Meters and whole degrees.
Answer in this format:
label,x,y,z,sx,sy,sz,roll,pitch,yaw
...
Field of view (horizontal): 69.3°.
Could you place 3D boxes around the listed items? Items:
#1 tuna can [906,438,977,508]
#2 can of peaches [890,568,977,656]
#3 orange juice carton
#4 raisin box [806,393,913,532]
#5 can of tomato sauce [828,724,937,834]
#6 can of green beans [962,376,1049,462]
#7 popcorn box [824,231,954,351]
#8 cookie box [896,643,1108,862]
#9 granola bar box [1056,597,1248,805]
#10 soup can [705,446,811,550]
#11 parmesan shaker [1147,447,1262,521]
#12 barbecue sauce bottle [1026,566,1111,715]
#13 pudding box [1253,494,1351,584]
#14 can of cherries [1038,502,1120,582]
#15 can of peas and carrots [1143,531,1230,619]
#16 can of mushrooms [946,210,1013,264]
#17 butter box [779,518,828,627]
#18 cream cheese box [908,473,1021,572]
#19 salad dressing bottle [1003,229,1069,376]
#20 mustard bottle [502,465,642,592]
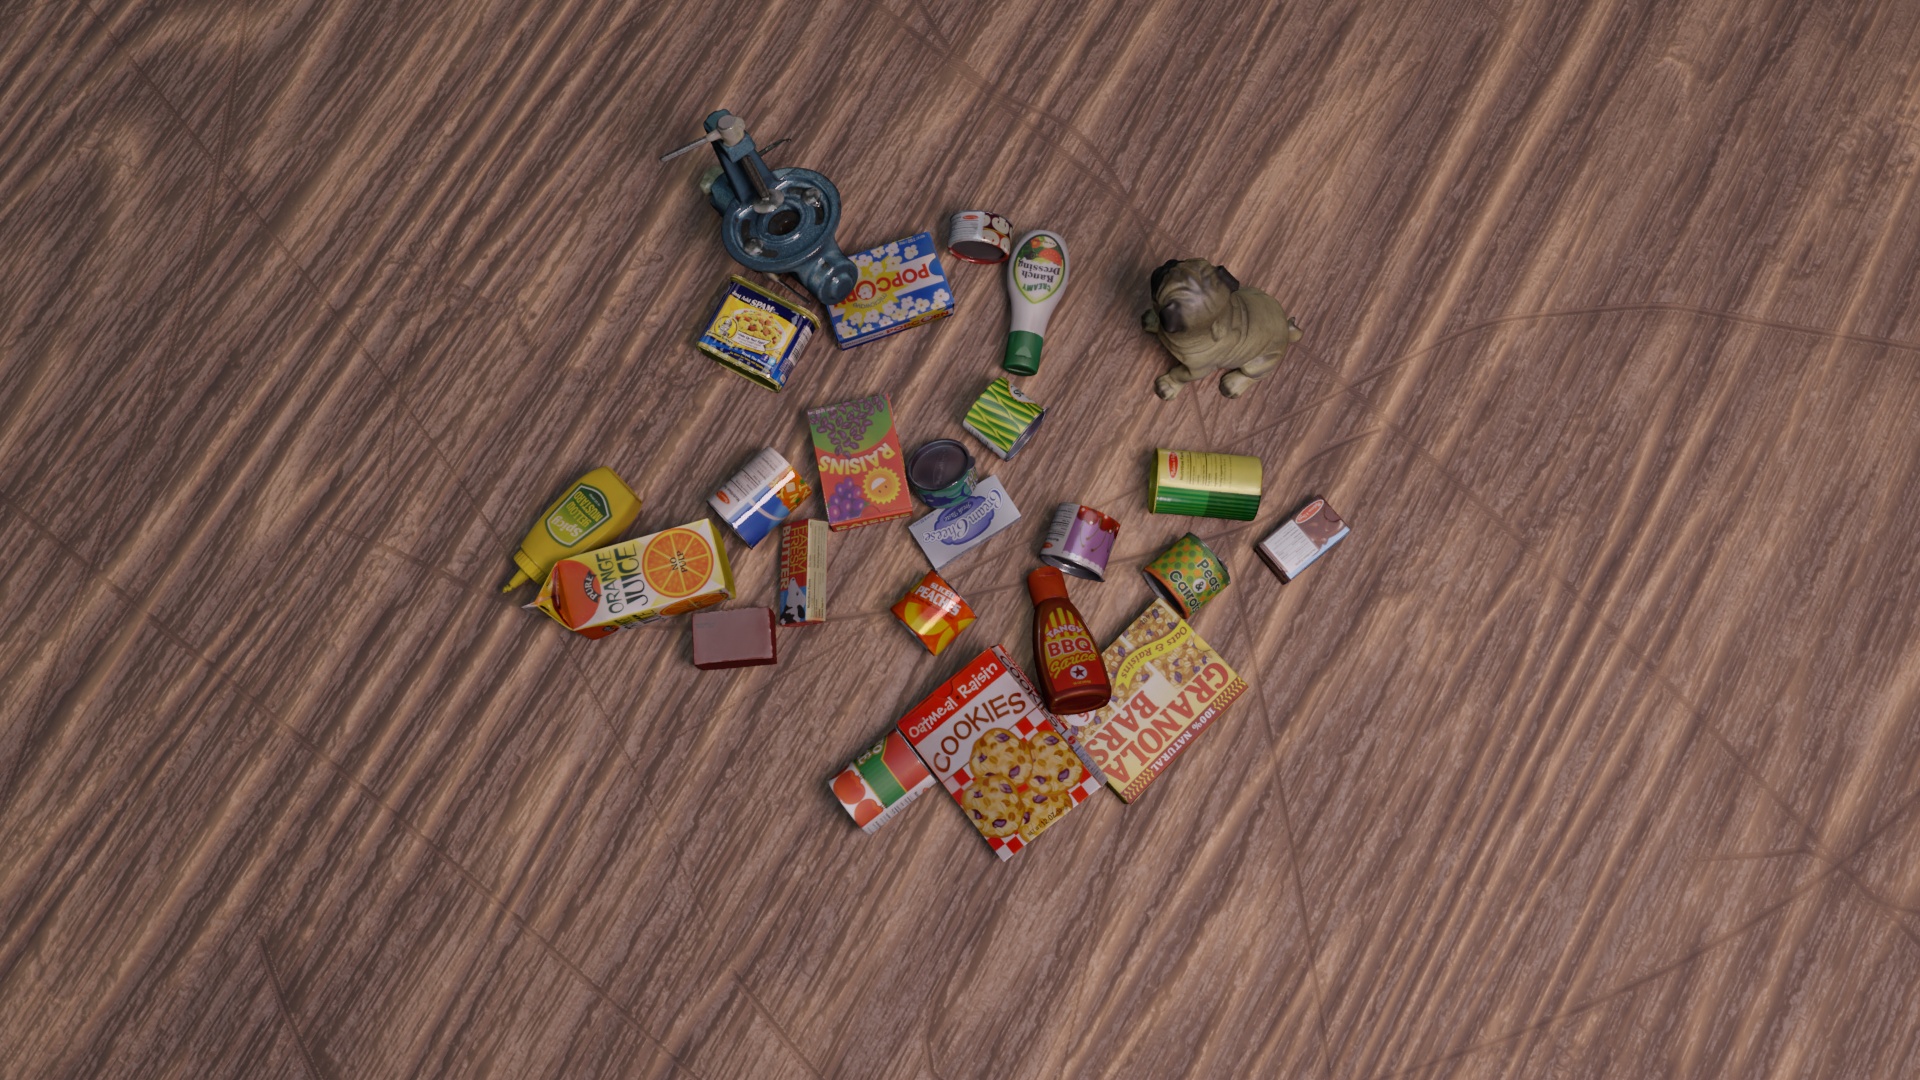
label,x,y,z,sx,sy,sz,roll,pitch,yaw
tuna can,-0.015,-0.067,1.386,0.071,0.032,0.071,-9,52,13
can of peaches,-0.027,0.070,1.354,0.058,0.071,0.071,-43,82,-6
orange juice carton,-0.324,0.045,1.358,0.193,0.071,0.073,-16,79,-4
raisin box,-0.101,-0.078,1.399,0.086,0.040,0.123,-11,80,-3
can of tomato sauce,-0.075,0.228,1.325,0.083,0.071,0.071,-38,81,-6
can of green beans,0.044,-0.122,1.395,0.058,0.071,0.071,40,82,7
popcorn box,-0.079,-0.257,1.436,0.127,0.038,0.085,-19,78,-3
cookie box,0.039,0.200,1.323,0.122,0.040,0.167,-41,81,14
granola bar box,0.178,0.156,1.353,0.166,0.039,0.124,-43,82,-8
soup can,-0.198,-0.041,1.380,0.084,0.071,0.071,-43,82,-8
parmesan shaker,0.242,-0.053,1.381,0.103,0.071,0.071,5,79,0
barbecue sauce bottle,0.097,0.094,1.338,0.065,0.043,0.149,-7,54,-10
pudding box,0.342,0.000,1.389,0.084,0.030,0.050,-39,80,-7
can of cherries,0.120,0.002,1.372,0.071,0.071,0.058,20,79,4
can of peas and carrots,0.223,0.036,1.361,0.059,0.071,0.071,-39,81,-6
can of mushrooms,0.021,-0.312,1.435,0.071,0.071,0.033,7,79,1
butter box,-0.154,0.032,1.370,0.024,0.053,0.103,9,76,-37
cream cheese box,0.005,-0.017,1.395,0.104,0.024,0.053,-32,82,-6
salad dressing bottle,0.074,-0.244,1.430,0.064,0.044,0.148,10,79,-1
mustard bottle,-0.392,-0.002,1.378,0.065,0.048,0.160,44,82,10
